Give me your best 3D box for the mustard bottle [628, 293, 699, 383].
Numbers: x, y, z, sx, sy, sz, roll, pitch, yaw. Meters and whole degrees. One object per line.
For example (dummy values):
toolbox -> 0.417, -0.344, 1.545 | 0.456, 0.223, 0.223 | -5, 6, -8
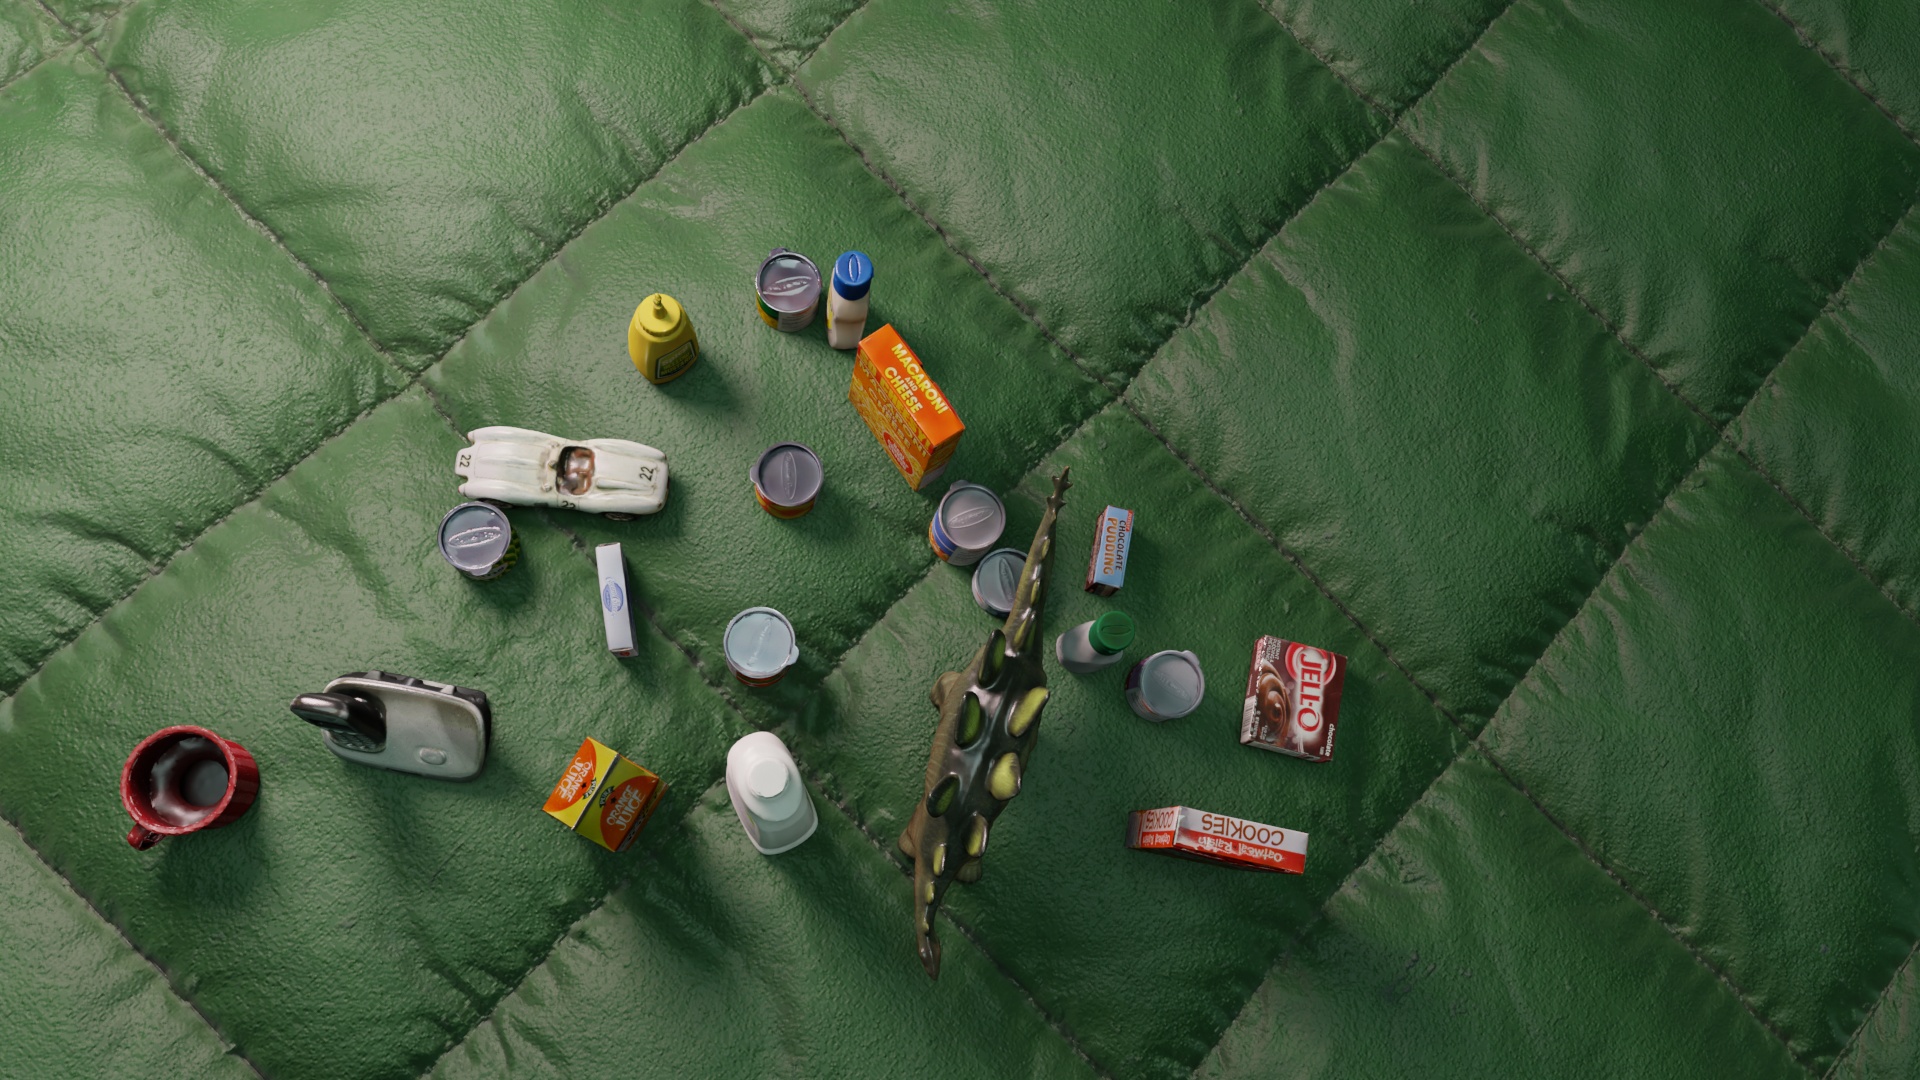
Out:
mustard bottle -> -0.288, -0.200, 1.336 | 0.065, 0.160, 0.049 | -35, 85, -14

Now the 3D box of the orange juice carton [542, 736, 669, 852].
orange juice carton -> -0.310, 0.224, 1.217 | 0.073, 0.192, 0.072 | 30, 75, -1

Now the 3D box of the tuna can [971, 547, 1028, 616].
tuna can -> 0.048, 0.042, 1.396 | 0.071, 0.032, 0.071 | 2, 77, -8

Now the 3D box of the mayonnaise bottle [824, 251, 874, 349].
mayonnaise bottle -> -0.111, -0.241, 1.379 | 0.041, 0.147, 0.065 | -2, 78, -9

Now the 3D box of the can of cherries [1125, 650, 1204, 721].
can of cherries -> 0.205, 0.144, 1.383 | 0.071, 0.058, 0.071 | 2, 77, -8

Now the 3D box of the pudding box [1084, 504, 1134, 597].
pudding box -> 0.151, 0.011, 1.410 | 0.030, 0.049, 0.084 | 13, 76, -5

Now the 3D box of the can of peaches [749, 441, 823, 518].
can of peaches -> -0.172, -0.059, 1.373 | 0.071, 0.058, 0.071 | 2, 77, -8

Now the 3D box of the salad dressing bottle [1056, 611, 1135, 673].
salad dressing bottle -> 0.132, 0.098, 1.336 | 0.064, 0.147, 0.044 | 0, 78, -8

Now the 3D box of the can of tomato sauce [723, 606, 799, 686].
can of tomato sauce -> -0.189, 0.103, 1.320 | 0.071, 0.083, 0.071 | 2, 77, -8

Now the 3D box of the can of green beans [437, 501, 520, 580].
can of green beans -> -0.456, 0.002, 1.317 | 0.071, 0.057, 0.071 | 2, 77, -8

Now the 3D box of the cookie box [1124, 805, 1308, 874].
cookie box -> 0.235, 0.282, 1.299 | 0.123, 0.167, 0.040 | 12, 76, -6

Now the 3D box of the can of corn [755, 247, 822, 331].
can of corn -> -0.176, -0.256, 1.419 | 0.071, 0.058, 0.071 | 2, 77, -8

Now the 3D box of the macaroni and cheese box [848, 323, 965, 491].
macaroni and cheese box -> -0.055, -0.126, 1.351 | 0.040, 0.166, 0.124 | -34, 84, -14

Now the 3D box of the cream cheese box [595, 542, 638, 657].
cream cheese box -> -0.328, 0.058, 1.325 | 0.024, 0.053, 0.104 | -8, 79, -10

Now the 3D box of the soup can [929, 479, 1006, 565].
soup can -> 0.005, -0.017, 1.377 | 0.071, 0.083, 0.071 | 2, 77, -8
